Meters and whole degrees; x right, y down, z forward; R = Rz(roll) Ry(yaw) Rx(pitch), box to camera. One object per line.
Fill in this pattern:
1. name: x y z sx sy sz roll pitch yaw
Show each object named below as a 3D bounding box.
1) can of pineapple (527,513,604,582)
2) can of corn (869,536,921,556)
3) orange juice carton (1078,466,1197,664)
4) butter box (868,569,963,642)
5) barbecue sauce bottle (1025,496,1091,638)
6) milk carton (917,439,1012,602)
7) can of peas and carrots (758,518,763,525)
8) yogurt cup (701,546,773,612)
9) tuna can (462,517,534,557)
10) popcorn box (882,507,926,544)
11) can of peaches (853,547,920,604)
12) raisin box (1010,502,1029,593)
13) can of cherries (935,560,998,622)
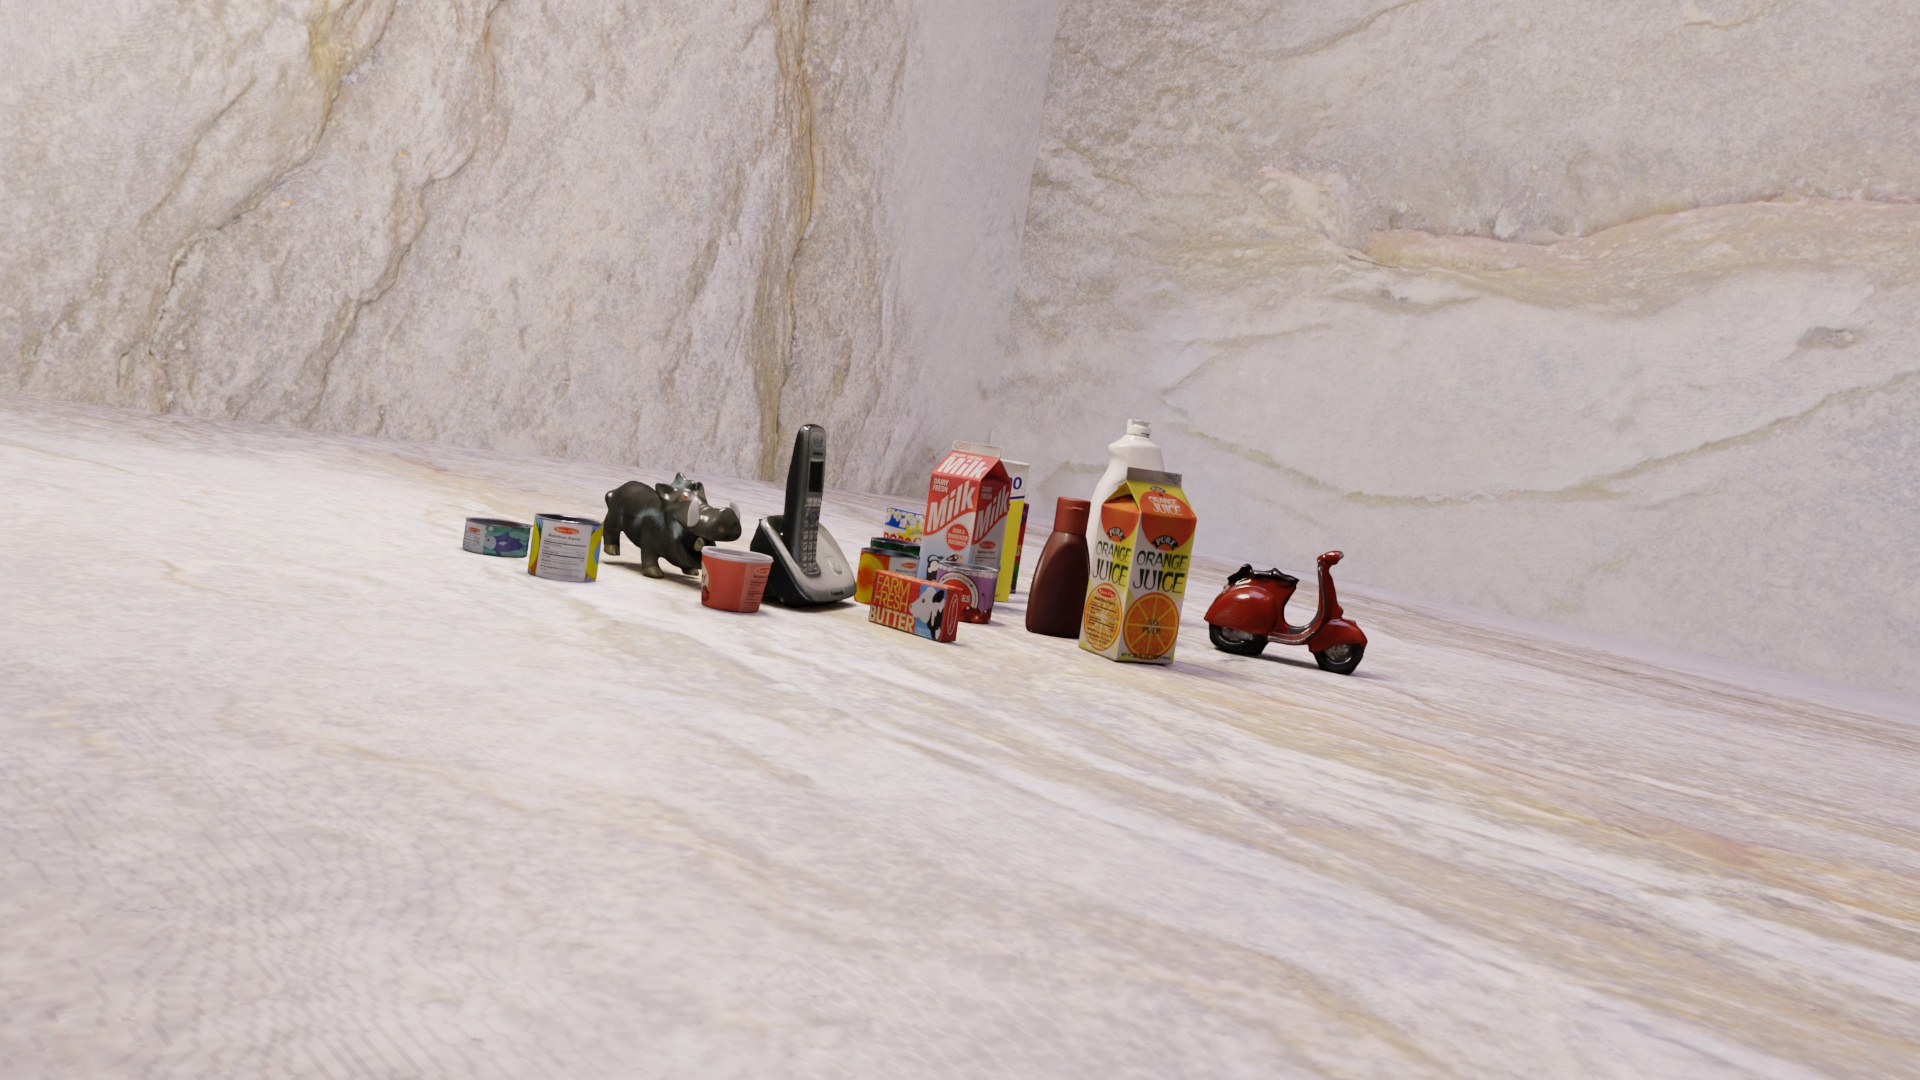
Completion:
1. can of pineapple: -0.382 0.006 1.346 0.071 0.058 0.071 9 4 0
2. can of corn: -0.082 0.029 1.687 0.071 0.058 0.071 9 4 0
3. orange juice carton: 0.181 0.024 1.399 0.072 0.192 0.073 7 4 -29
4. butter box: -0.045 0.063 1.344 0.103 0.053 0.024 13 5 43
5. barbecue sauce bottle: 0.111 0.028 1.493 0.065 0.148 0.044 8 3 -11
6. milk carton: 0.006 -0.021 1.640 0.072 0.190 0.073 11 4 33
7. can of peas and carrots: -0.218 0.008 1.681 0.071 0.058 0.071 9 4 0
8. yogurt cup: -0.215 0.037 1.315 0.072 0.054 0.072 9 4 0
9. tuna can: -0.480 -0.003 1.444 0.071 0.033 0.071 9 4 0
10. popcorn box: -0.055 0.006 1.880 0.038 0.085 0.127 6 5 -41
11. can of peaches: -0.082 0.041 1.524 0.071 0.058 0.071 9 4 0
12. raisin box: 0.043 0.006 1.829 0.040 0.123 0.086 12 5 40
13. can of cherries: 0.003 0.056 1.505 0.071 0.058 0.071 9 4 0
